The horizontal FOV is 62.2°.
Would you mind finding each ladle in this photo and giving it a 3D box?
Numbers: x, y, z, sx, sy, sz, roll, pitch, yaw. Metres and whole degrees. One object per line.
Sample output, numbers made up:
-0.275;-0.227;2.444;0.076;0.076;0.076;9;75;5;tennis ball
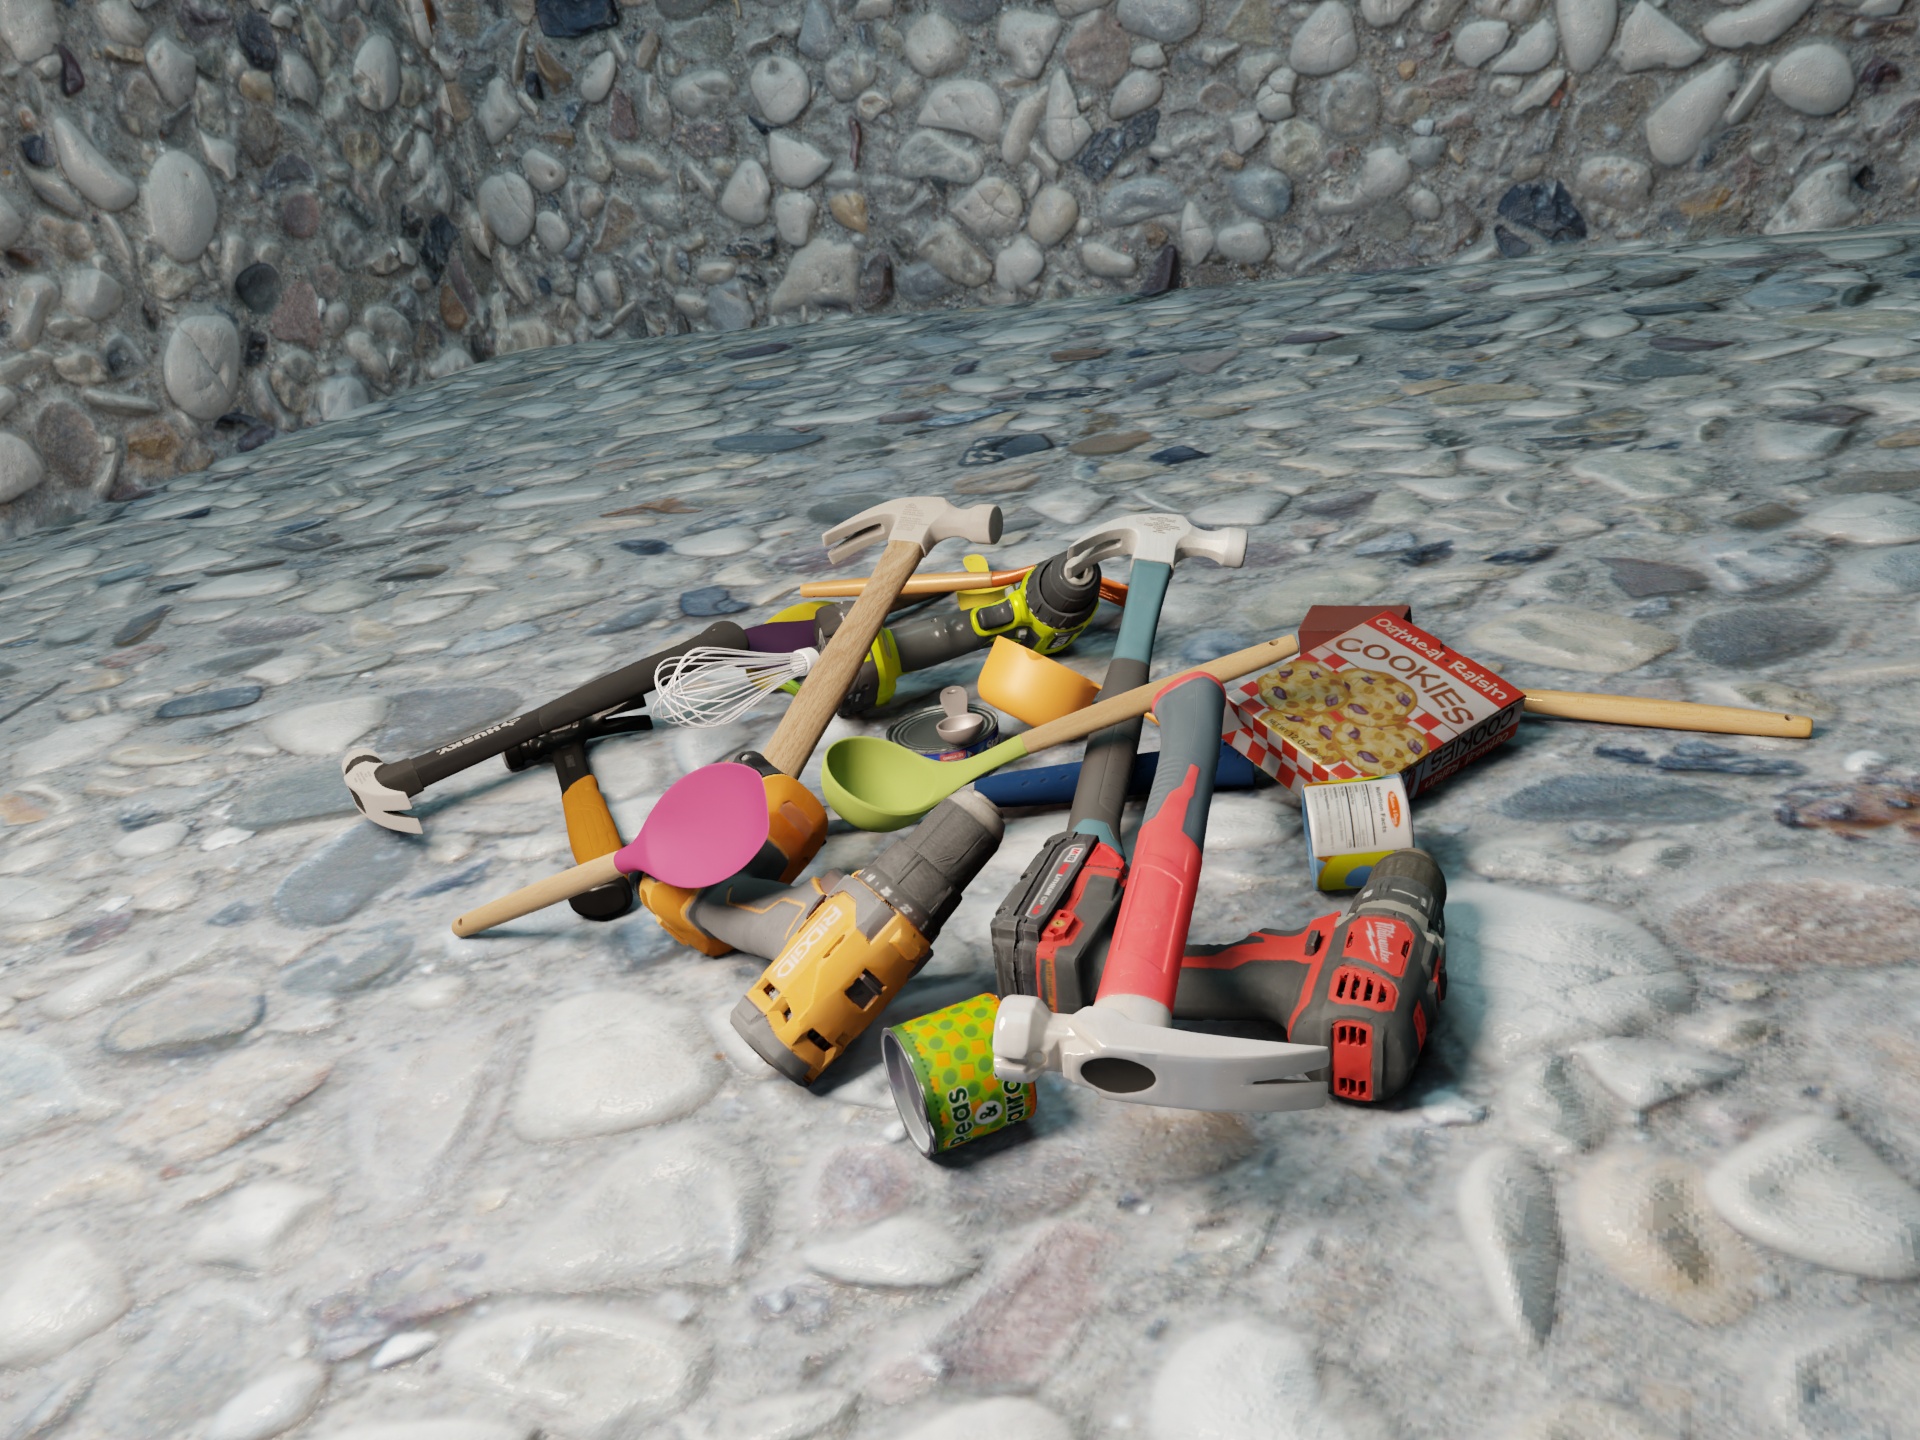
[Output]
0.063;-0.002;1.028;0.320;0.062;0.078;-21;37;6;ladle

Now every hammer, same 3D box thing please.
-0.084;-0.052;1.161;0.130;0.031;0.331;7;48;24;hammer
-0.324;-0.004;1.282;0.335;0.035;0.146;-25;26;-21;hammer
0.117;-0.027;1.101;0.128;0.033;0.331;10;50;9;hammer
-0.278;0.061;1.208;0.127;0.034;0.337;-16;24;-13;hammer
0.000;0.056;1.106;0.405;0.035;0.144;-7;23;5;hammer
0.126;0.069;0.840;0.143;0.038;0.386;4;27;13;hammer

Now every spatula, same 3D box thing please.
-0.100;-0.095;1.470;0.060;0.018;0.316;36;37;26;spatula
0.006;-0.118;1.445;0.322;0.041;0.081;-2;-12;16;spatula

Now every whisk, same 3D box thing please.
-0.152;-0.043;1.335;0.070;0.070;0.284;7;15;34;whisk

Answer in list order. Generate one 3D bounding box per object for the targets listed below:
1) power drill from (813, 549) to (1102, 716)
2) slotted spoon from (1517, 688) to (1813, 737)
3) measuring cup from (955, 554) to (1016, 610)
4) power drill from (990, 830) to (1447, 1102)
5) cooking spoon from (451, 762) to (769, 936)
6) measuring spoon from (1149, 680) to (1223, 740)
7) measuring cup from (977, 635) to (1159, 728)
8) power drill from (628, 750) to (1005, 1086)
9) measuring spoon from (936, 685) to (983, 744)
0.003;-0.077;1.284;0.228;0.080;0.190;-16;-7;-8;power drill
0.415;-0.010;1.105;0.314;0.031;0.070;7;46;28;slotted spoon
0.020;-0.132;1.547;0.062;0.029;0.157;-11;19;-2;measuring cup
0.148;0.117;0.860;0.227;0.080;0.188;4;27;24;power drill
-0.223;0.093;0.979;0.319;0.069;0.017;-22;-20;37;cooking spoon
0.173;0.007;1.177;0.042;0.021;0.129;14;20;-30;measuring spoon
0.092;-0.004;1.193;0.174;0.052;0.095;29;3;18;measuring cup
-0.085;0.091;0.933;0.185;0.084;0.226;-48;34;-9;power drill
-0.002;-0.004;1.189;0.034;0.018;0.124;-12;16;0;measuring spoon
